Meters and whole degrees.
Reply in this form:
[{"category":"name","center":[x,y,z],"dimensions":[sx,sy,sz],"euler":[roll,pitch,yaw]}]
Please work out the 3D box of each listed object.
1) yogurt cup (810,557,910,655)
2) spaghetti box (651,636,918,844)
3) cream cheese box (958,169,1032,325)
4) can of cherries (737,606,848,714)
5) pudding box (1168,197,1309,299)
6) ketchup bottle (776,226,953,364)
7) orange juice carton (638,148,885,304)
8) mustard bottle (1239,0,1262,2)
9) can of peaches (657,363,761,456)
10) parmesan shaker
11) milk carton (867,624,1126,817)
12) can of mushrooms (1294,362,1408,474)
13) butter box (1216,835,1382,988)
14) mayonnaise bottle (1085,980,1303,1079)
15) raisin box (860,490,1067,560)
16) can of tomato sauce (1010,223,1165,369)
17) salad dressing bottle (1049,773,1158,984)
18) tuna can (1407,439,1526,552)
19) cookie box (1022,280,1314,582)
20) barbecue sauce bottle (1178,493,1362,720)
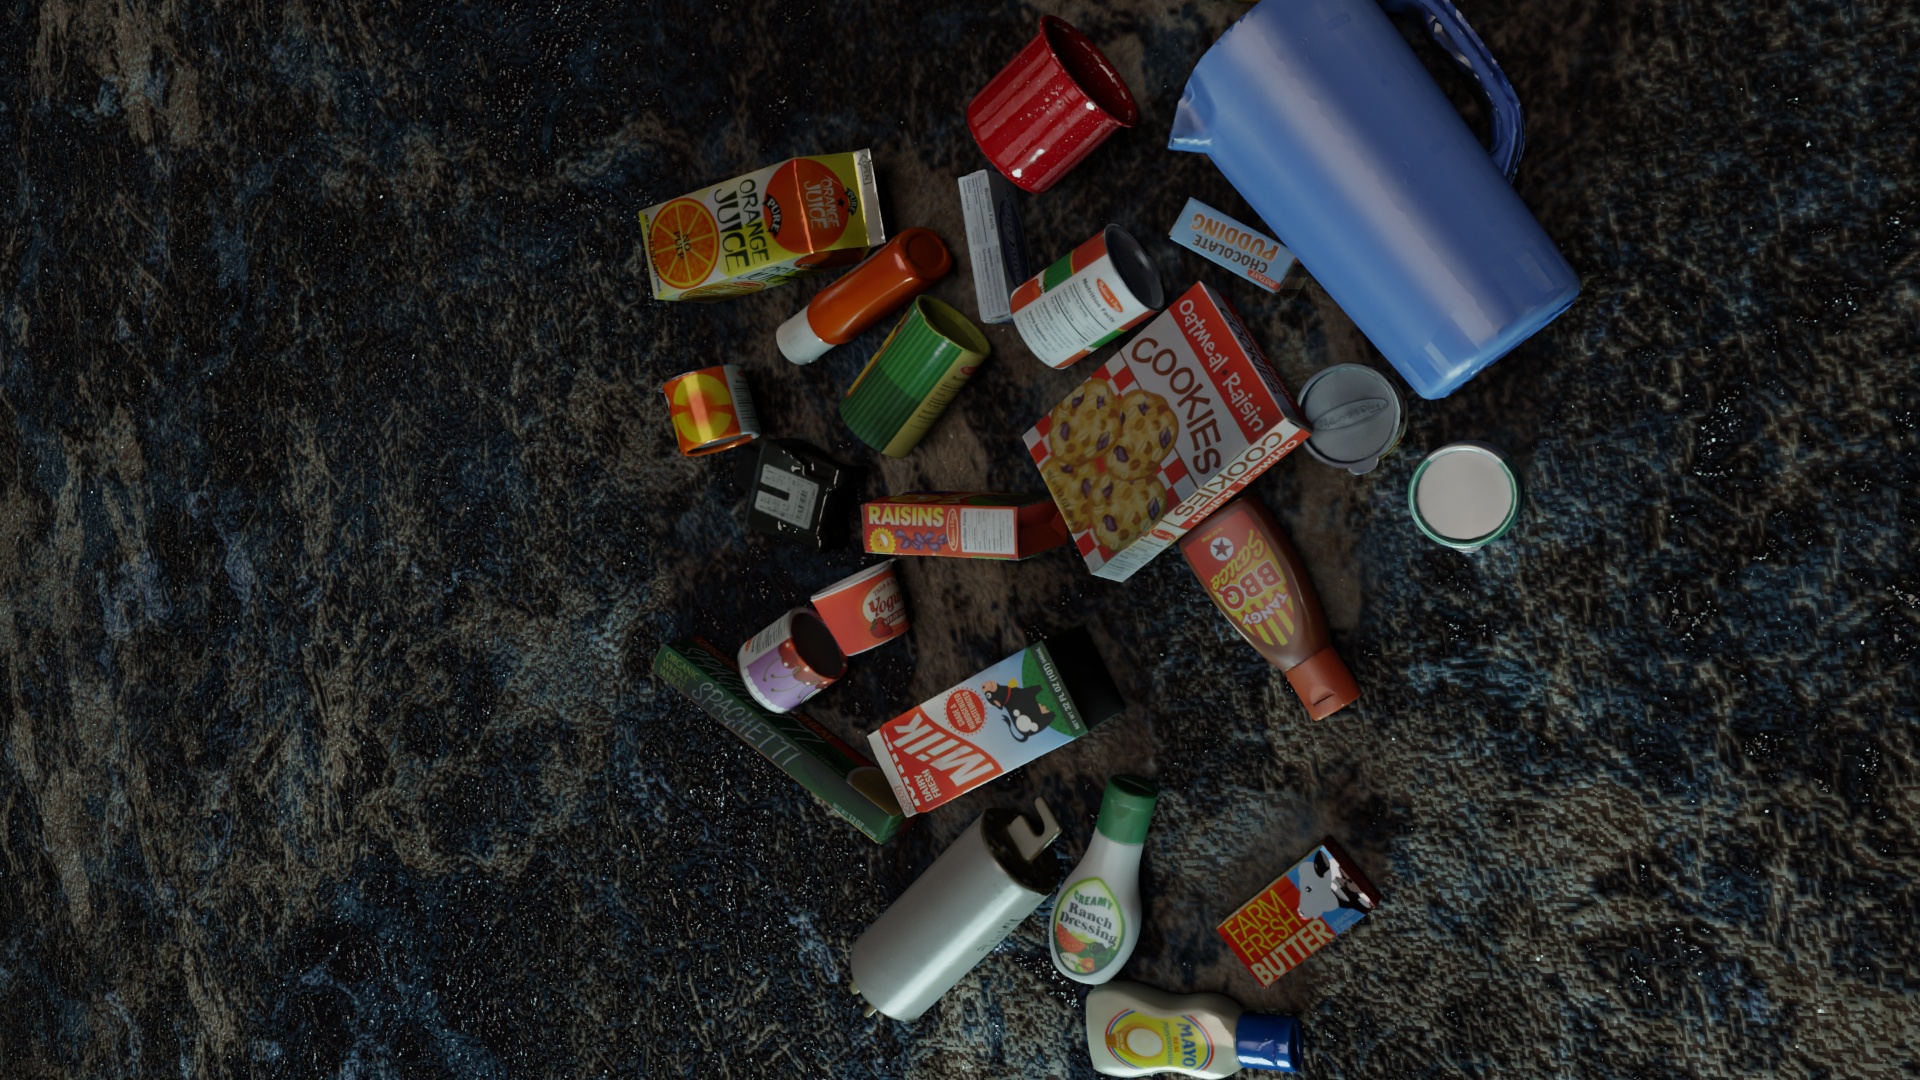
[{"category":"yogurt cup","center":[-0.073,0.052,1.054],"dimensions":[0.072,0.072,0.054],"euler":[-23,93,28]},{"category":"spaghetti box","center":[-0.142,0.154,1.109],"dimensions":[0.250,0.050,0.028],"euler":[33,108,22]},{"category":"cream cheese box","center":[0.027,-0.204,0.976],"dimensions":[0.024,0.053,0.103],"euler":[-9,92,27]},{"category":"can of cherries","center":[-0.129,0.095,1.088],"dimensions":[0.058,0.071,0.071],"euler":[-35,79,26]},{"category":"pudding box","center":[0.181,-0.188,0.897],"dimensions":[0.084,0.050,0.030],"euler":[34,109,21]},{"category":"ketchup bottle","center":[-0.076,-0.178,1.032],"dimensions":[0.148,0.065,0.043],"euler":[-27,94,36]},{"category":"orange juice carton","center":[-0.143,-0.236,1.053],"dimensions":[0.192,0.073,0.071],"euler":[-10,91,28]},{"category":"mustard bottle","center":[0.180,-0.373,0.878],"dimensions":[0.160,0.049,0.065],"euler":[7,99,28]},{"category":"can of peaches","center":[-0.199,-0.102,1.101],"dimensions":[0.071,0.071,0.058],"euler":[-18,88,29]},{"category":"parmesan shaker","center":[-0.036,-0.118,1.009],"dimensions":[0.071,0.071,0.102],"euler":[47,115,16]},{"category":"milk carton","center":[0.016,0.137,1.009],"dimensions":[0.190,0.073,0.072],"euler":[-30,82,28]},{"category":"can of mushrooms","center":[0.249,-0.077,0.882],"dimensions":[0.071,0.033,0.071],"euler":[3,97,27]},{"category":"butter box","center":[0.227,0.251,0.936],"dimensions":[0.103,0.024,0.053],"euler":[-47,73,24]},{"category":"mayonnaise bottle","center":[0.162,0.345,0.971],"dimensions":[0.148,0.041,0.064],"euler":[-6,91,29]},{"category":"raisin box","center":[0.004,-0.012,0.991],"dimensions":[0.123,0.086,0.040],"euler":[2,99,28]},{"category":"can of tomato sauce","center":[0.086,-0.164,0.941],"dimensions":[0.083,0.071,0.071],"euler":[-30,82,32]},{"category":"salad dressing bottle","center":[0.105,0.240,0.989],"dimensions":[0.064,0.044,0.147],"euler":[19,104,24]},{"category":"tuna can","center":[0.311,-0.026,0.855],"dimensions":[0.071,0.033,0.071],"euler":[3,97,28]},{"category":"cookie box","center":[0.133,-0.071,0.921],"dimensions":[0.167,0.040,0.123],"euler":[-41,55,26]},{"category":"barbecue sauce bottle","center":[0.208,0.046,0.912],"dimensions":[0.064,0.044,0.148],"euler":[-37,79,29]}]
